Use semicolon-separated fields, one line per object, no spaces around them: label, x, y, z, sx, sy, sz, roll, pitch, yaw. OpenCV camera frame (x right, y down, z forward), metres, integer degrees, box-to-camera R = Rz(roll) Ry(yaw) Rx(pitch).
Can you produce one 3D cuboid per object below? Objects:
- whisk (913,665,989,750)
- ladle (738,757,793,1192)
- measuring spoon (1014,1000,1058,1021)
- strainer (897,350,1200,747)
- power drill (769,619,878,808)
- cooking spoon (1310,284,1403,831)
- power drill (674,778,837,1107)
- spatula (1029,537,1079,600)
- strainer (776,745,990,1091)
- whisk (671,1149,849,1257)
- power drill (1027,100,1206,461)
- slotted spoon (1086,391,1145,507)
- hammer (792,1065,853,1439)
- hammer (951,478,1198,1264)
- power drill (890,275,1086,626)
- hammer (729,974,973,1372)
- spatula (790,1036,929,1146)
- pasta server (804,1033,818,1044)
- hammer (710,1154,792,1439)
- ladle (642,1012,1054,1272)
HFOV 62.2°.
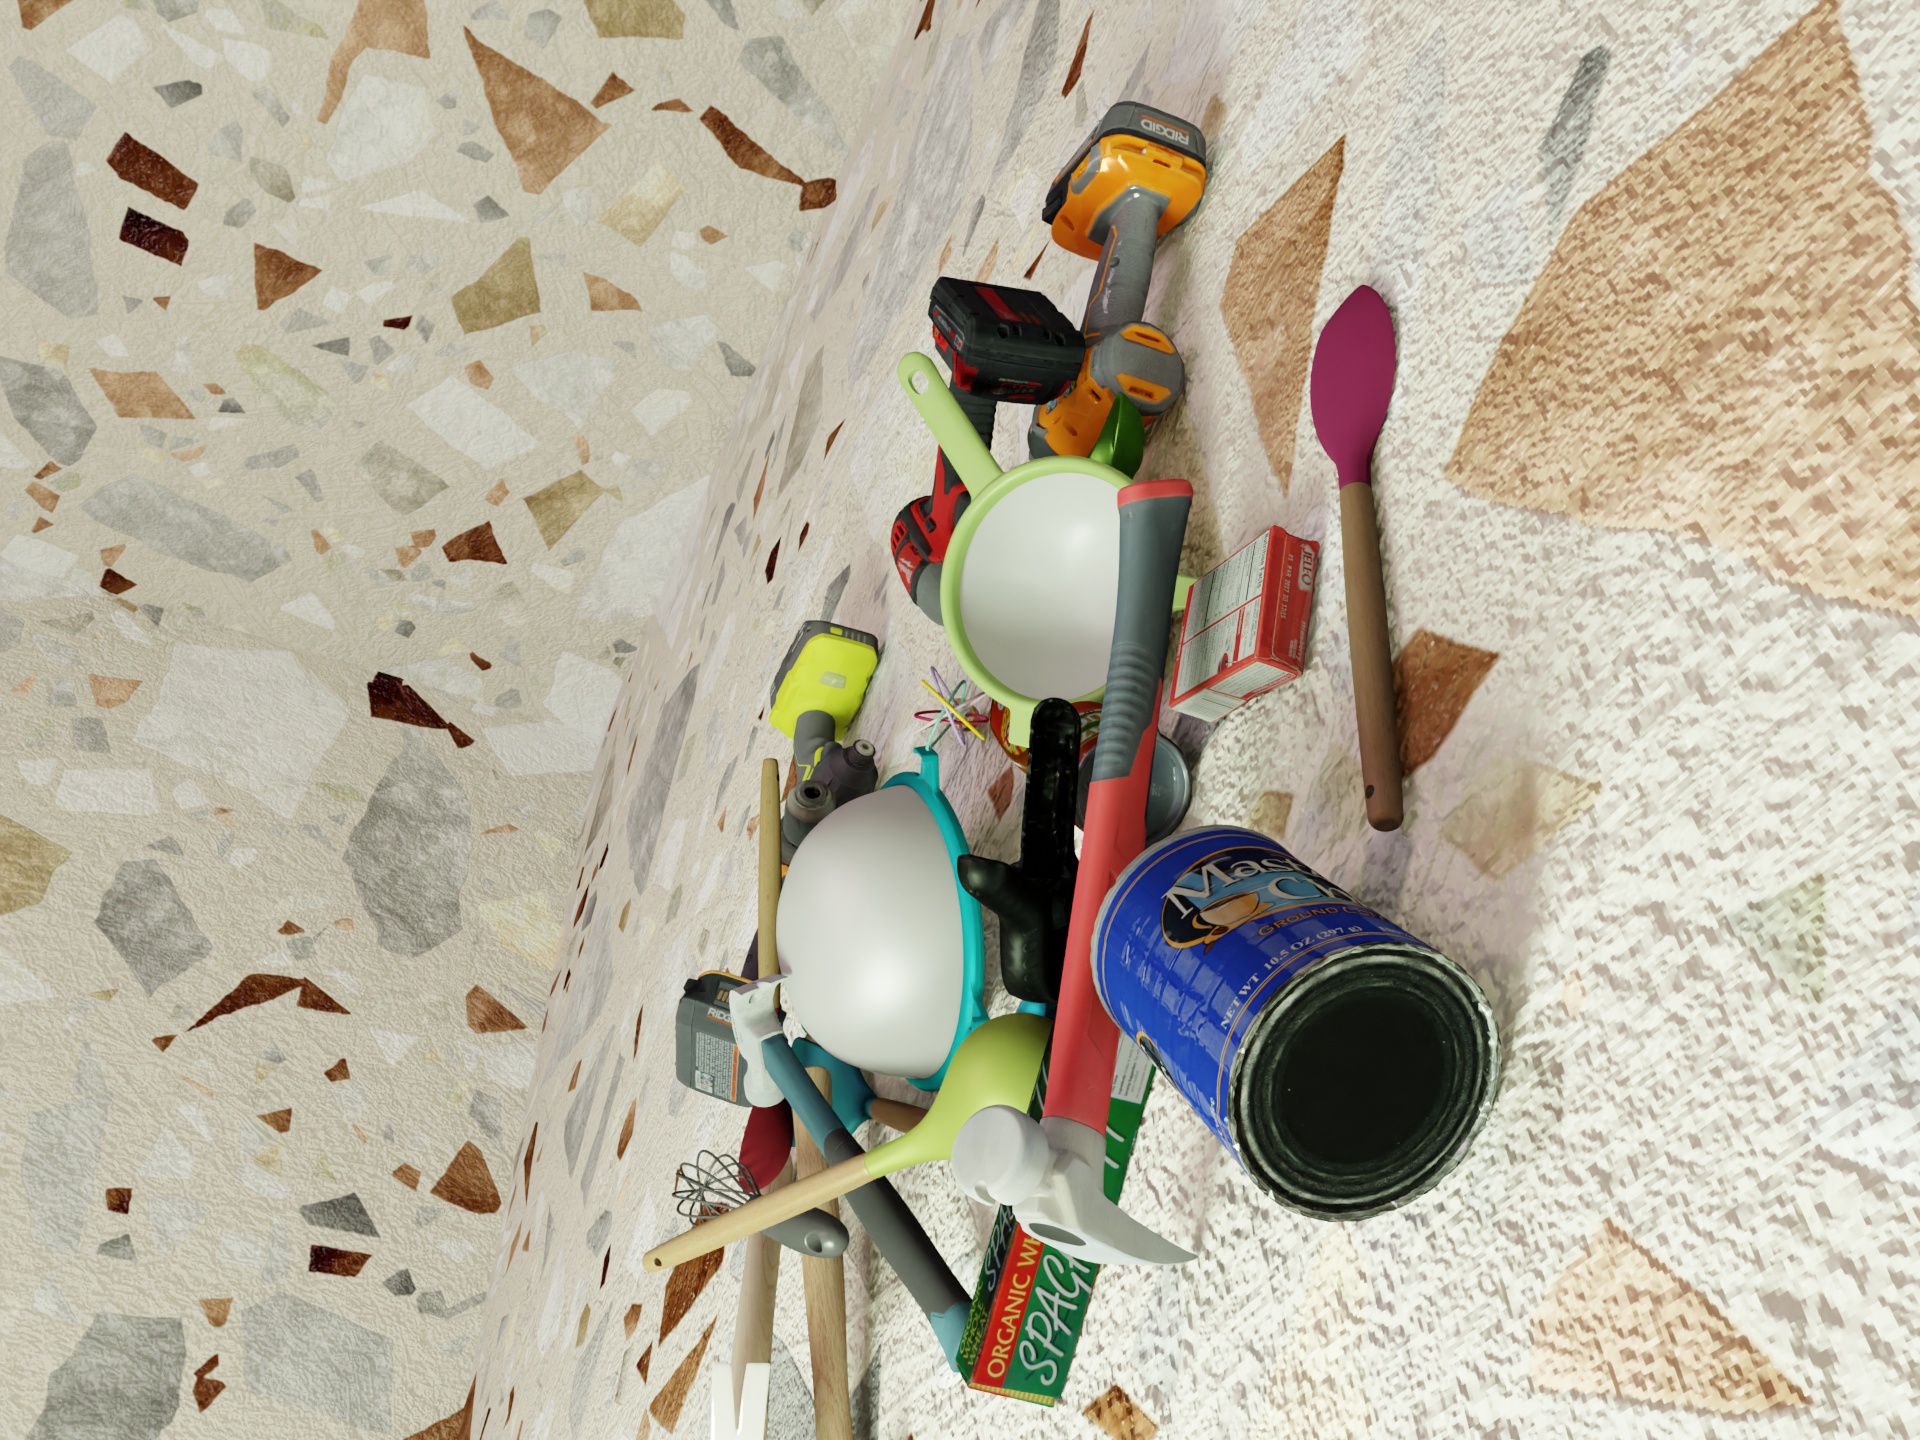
whisk;-0.001;-0.002;1.066;0.245;0.047;0.051;26;-101;-86
ladle;-0.140;0.185;1.168;0.069;0.031;0.315;25;-117;-71
measuring spoon;0.064;0.135;0.895;0.128;0.021;0.042;-64;17;-3
strainer;0.042;-0.119;0.957;0.151;0.069;0.257;-40;68;23
power drill;-0.121;0.020;1.453;0.223;0.080;0.171;-97;29;-45
cooking spoon;0.184;-0.087;0.734;0.068;0.017;0.319;128;153;-50
power drill;-0.151;0.171;1.276;0.185;0.084;0.226;102;-172;-50
spatula;0.040;-0.107;1.143;0.081;0.041;0.323;-50;15;-7
strainer;-0.090;0.167;1.096;0.340;0.095;0.211;132;132;-57
whisk;-0.130;0.316;1.030;0.239;0.055;0.055;-12;61;59
power drill;0.096;-0.281;1.084;0.164;0.084;0.227;147;134;-64
slotted spoon;0.058;-0.145;1.078;0.314;0.031;0.070;154;126;-70
hammer;-0.086;0.375;1.019;0.130;0.031;0.332;-53;33;40
hammer;0.082;0.052;0.747;0.038;0.143;0.387;-13;52;36
power drill;0.009;-0.169;1.061;0.143;0.078;0.219;-115;34;-55
hammer;-0.068;0.267;0.963;0.331;0.033;0.128;40;143;51
spatula;-0.057;0.266;1.074;0.317;0.044;0.082;161;119;-67
pasta server;-0.082;0.211;1.236;0.316;0.040;0.060;120;159;-44
hammer;-0.137;0.387;1.078;0.411;0.038;0.146;-107;20;-77
ladle;-0.062;0.248;0.883;0.320;0.078;0.062;-31;2;29
